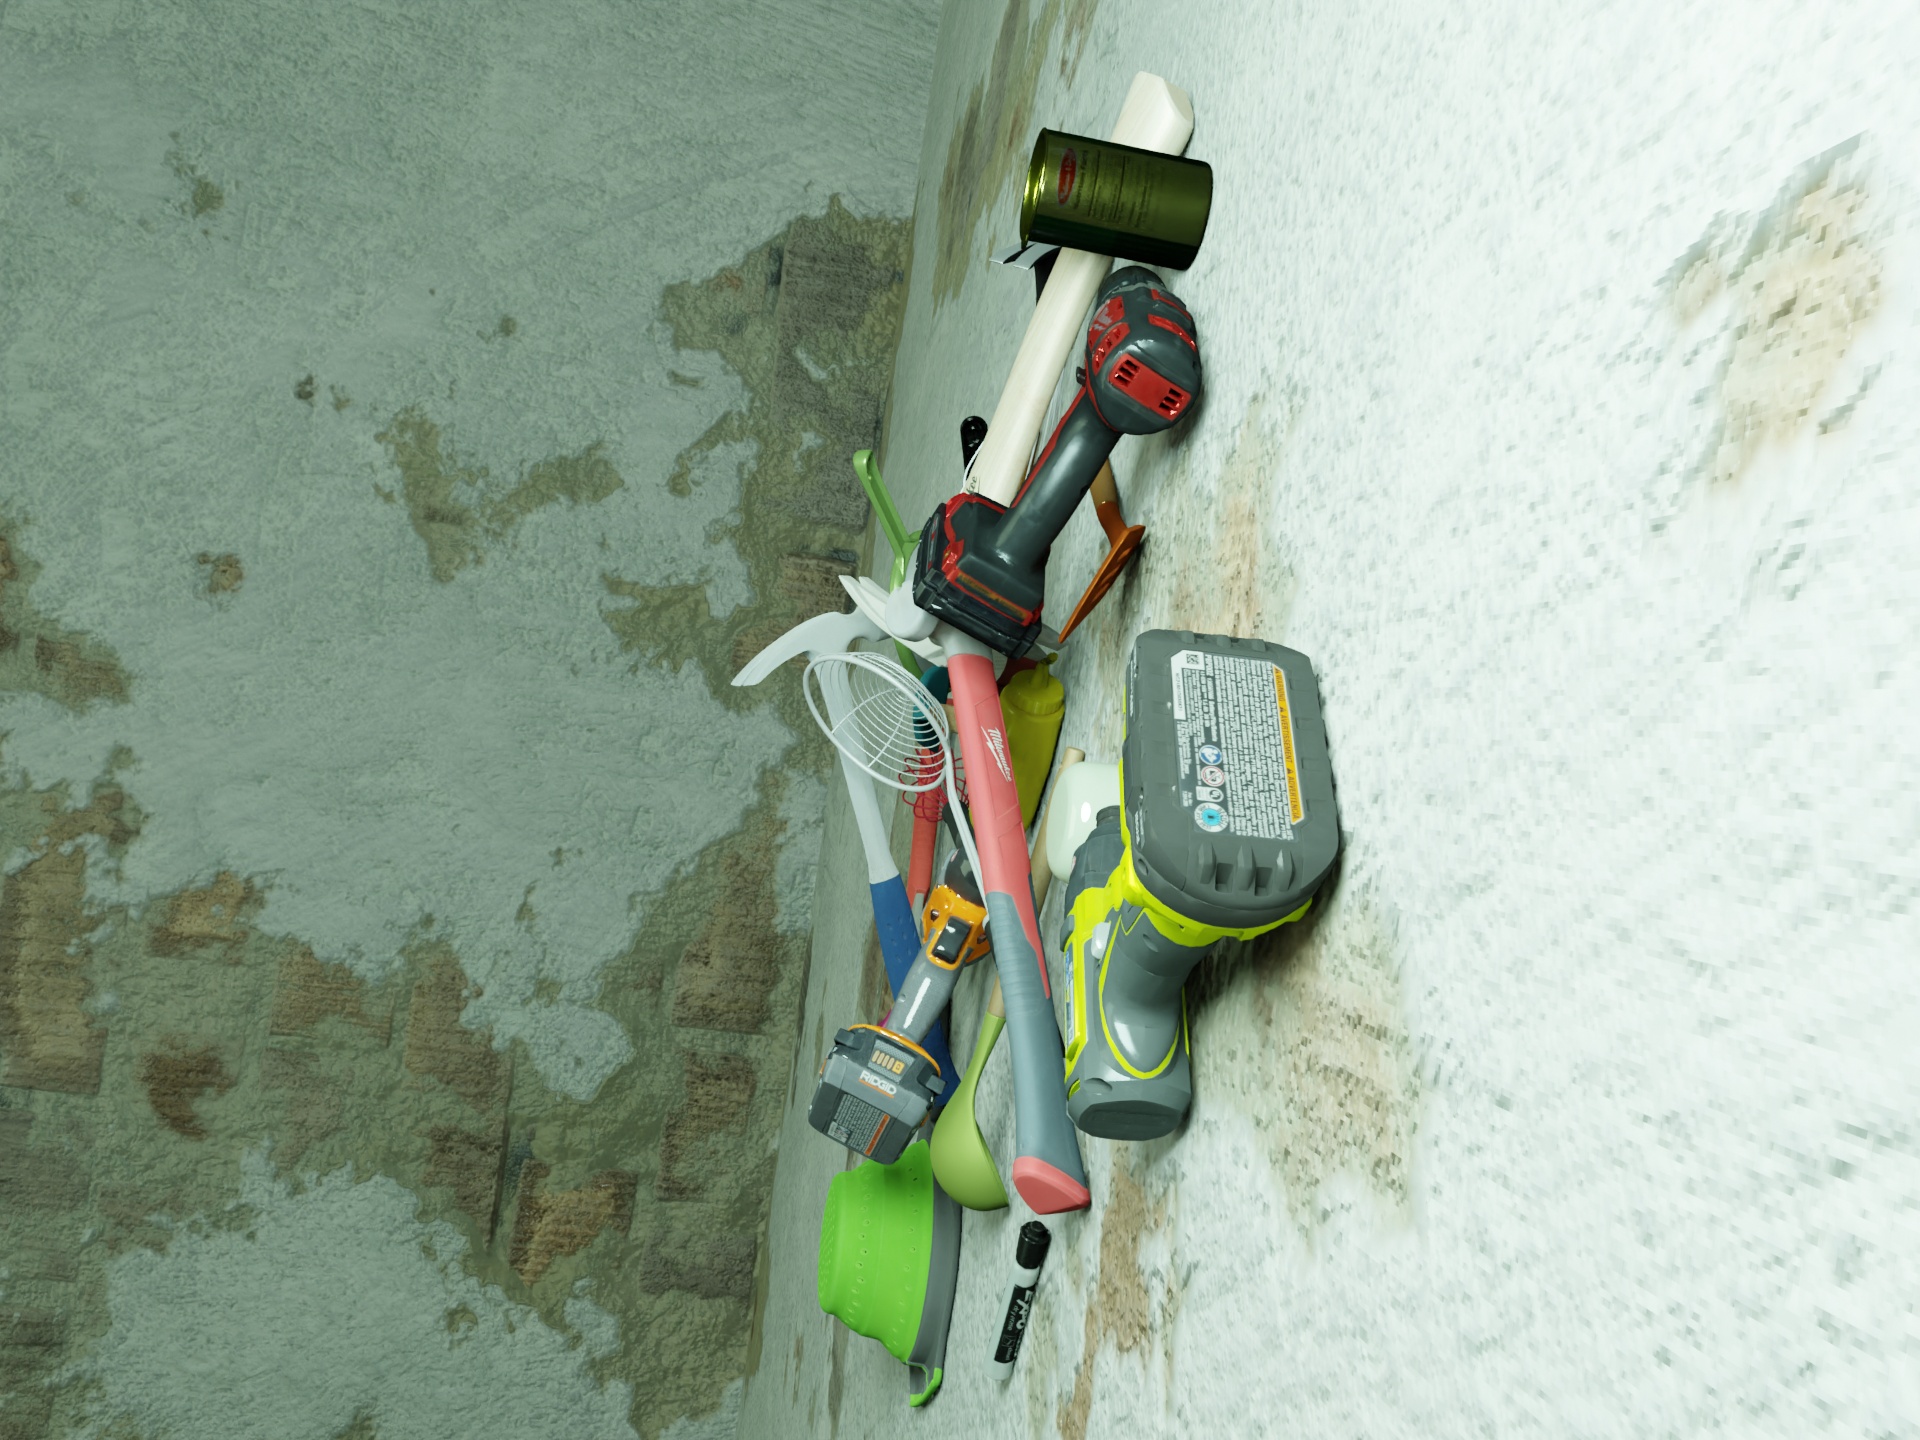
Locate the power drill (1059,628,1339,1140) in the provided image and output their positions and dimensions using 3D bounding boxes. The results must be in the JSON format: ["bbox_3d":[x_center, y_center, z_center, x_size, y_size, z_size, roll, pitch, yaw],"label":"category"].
[{"bbox_3d":[0.091,0.067,0.717,0.223,0.080,0.171,105,170,-52],"label":"power drill"}]

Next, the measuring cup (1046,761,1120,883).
[{"bbox_3d":[0.075,0.086,0.907,0.168,0.038,0.083,-91,13,-57],"label":"measuring cup"}]

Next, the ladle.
[{"bbox_3d":[0.044,0.175,1.066,0.078,0.062,0.320,-130,56,-81],"label":"ladle"}]

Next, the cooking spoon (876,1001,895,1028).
[{"bbox_3d":[-0.041,0.228,1.342,0.318,0.017,0.069,-60,4,28],"label":"cooking spoon"}]

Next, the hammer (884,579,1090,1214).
[{"bbox_3d":[0.040,0.100,0.971,0.038,0.143,0.387,-30,59,38],"label":"hammer"}]

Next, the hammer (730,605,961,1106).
[{"bbox_3d":[-0.068,0.116,1.251,0.035,0.144,0.405,3,110,55],"label":"hammer"}]

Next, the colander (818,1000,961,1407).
[{"bbox_3d":[-0.062,0.362,1.348,0.204,0.094,0.397,111,164,-55],"label":"colander"}]

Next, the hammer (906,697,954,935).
[{"bbox_3d":[-0.041,0.151,1.614,0.149,0.036,0.359,127,149,-72],"label":"hammer"}]

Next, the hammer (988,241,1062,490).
[{"bbox_3d":[0.046,-0.212,1.269,0.127,0.034,0.336,-32,-45,-54],"label":"hammer"}]

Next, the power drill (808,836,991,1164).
[{"bbox_3d":[-0.022,0.188,1.143,0.227,0.084,0.164,-61,-4,-33],"label":"power drill"}]

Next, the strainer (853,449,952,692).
[{"bbox_3d":[-0.018,-0.135,1.386,0.256,0.069,0.152,64,-146,-40],"label":"strainer"}]

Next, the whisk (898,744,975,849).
[{"bbox_3d":[-0.008,0.074,1.377,0.296,0.073,0.073,-130,49,-76],"label":"whisk"}]

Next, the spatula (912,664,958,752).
[{"bbox_3d":[-0.002,-0.004,1.209,0.317,0.044,0.082,-159,78,-78],"label":"spatula"}]

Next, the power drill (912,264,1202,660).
[{"bbox_3d":[0.063,-0.169,0.972,0.226,0.080,0.188,-54,16,27],"label":"power drill"}]

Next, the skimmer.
[{"bbox_3d":[-0.022,0.095,1.067,0.127,0.090,0.364,88,165,-49],"label":"skimmer"}]

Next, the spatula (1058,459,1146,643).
[{"bbox_3d":[0.087,-0.153,1.053,0.081,0.041,0.323,-59,17,29],"label":"spatula"}]

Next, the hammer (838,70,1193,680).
[{"bbox_3d":[0.042,-0.233,1.078,0.146,0.038,0.410,36,112,32],"label":"hammer"}]

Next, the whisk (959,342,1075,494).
[{"bbox_3d":[0.063,-0.254,1.169,0.070,0.070,0.285,152,138,-79],"label":"whisk"}]
